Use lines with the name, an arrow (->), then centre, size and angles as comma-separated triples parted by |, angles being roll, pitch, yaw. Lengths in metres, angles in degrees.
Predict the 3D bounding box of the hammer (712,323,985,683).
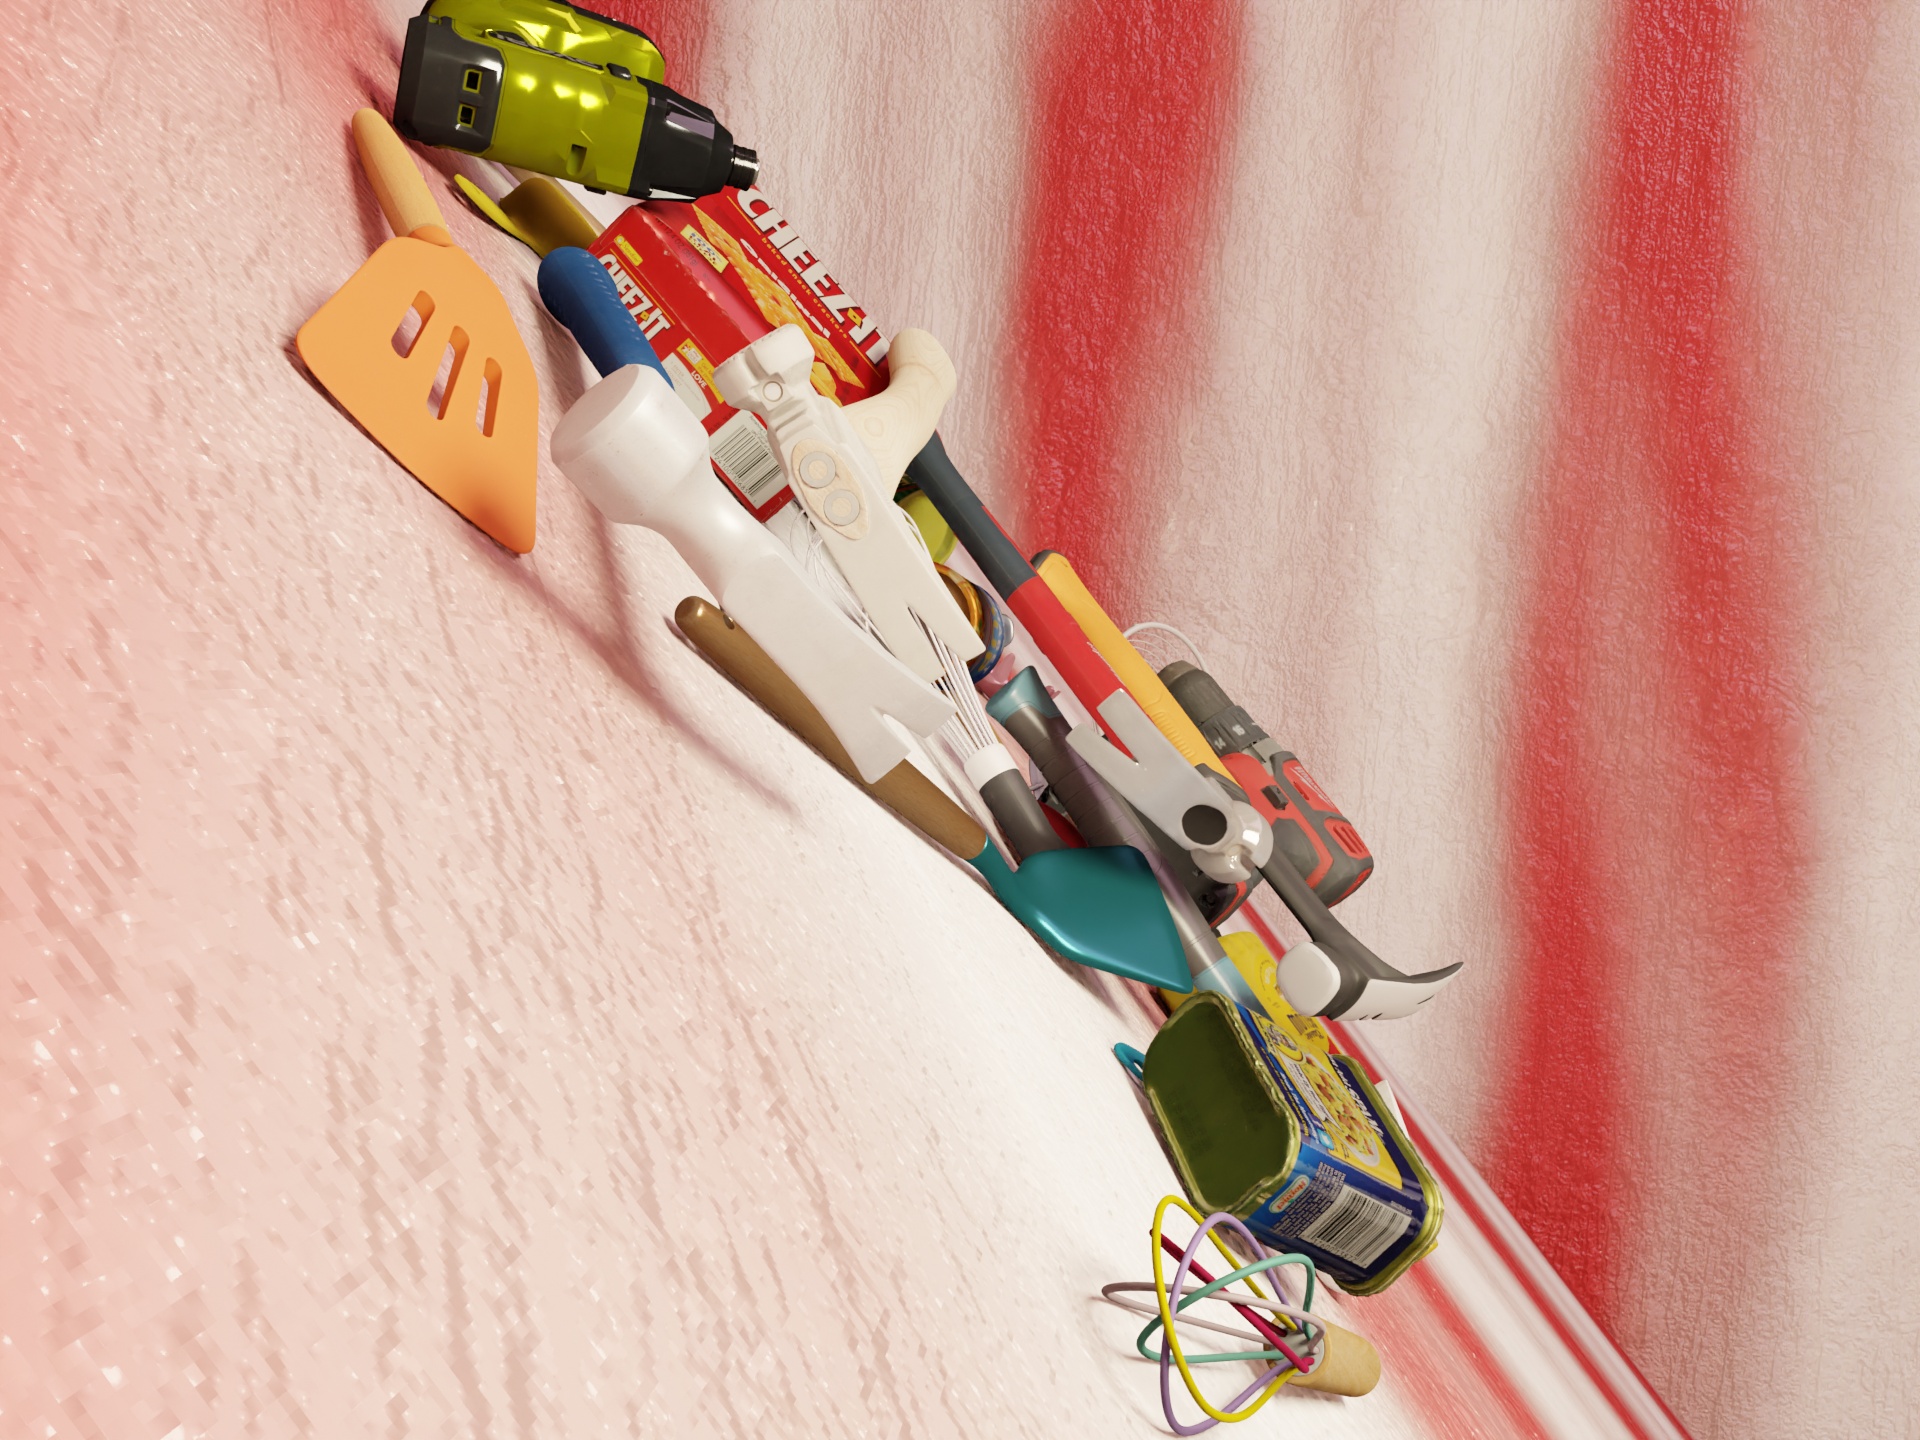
hammer -> -0.027, -0.139, 0.786 | 0.146, 0.038, 0.411 | 58, 13, -13

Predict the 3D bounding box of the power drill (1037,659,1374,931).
power drill -> 0.140, 0.045, 0.960 | 0.226, 0.080, 0.188 | -7, 55, -52

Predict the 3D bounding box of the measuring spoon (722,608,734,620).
measuring spoon -> -0.081, -0.046, 0.617 | 0.034, 0.018, 0.124 | 47, 7, -25

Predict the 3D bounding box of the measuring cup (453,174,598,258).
measuring cup -> -0.222, -0.264, 0.817 | 0.062, 0.029, 0.156 | 50, 5, -3

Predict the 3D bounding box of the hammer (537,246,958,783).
hammer -> -0.109, -0.110, 0.578 | 0.144, 0.035, 0.406 | 49, 2, -32

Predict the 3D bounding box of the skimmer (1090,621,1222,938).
skimmer -> 0.163, 0.078, 1.038 | 0.127, 0.090, 0.364 | 34, 25, -34

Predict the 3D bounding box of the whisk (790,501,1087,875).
whisk -> -0.002, -0.002, 0.780 | 0.285, 0.070, 0.070 | 59, 9, 20

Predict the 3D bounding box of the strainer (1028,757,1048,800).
strainer -> 0.092, 0.073, 1.049 | 0.258, 0.050, 0.087 | 43, 25, -67

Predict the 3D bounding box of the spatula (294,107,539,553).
spatula -> -0.185, -0.156, 0.522 | 0.080, 0.041, 0.323 | 47, 4, -39

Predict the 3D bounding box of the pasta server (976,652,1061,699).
pasta server -> -0.003, -0.058, 1.132 | 0.060, 0.040, 0.316 | 40, 2, 26

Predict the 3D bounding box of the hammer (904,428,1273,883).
hammer -> 0.027, -0.074, 0.835 | 0.143, 0.038, 0.387 | 40, 12, -43

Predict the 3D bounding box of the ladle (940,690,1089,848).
ladle -> 0.013, 0.012, 0.913 | 0.069, 0.031, 0.316 | 45, 7, -34

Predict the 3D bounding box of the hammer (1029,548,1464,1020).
hammer -> 0.130, 0.023, 0.853 | 0.127, 0.034, 0.337 | 10, 36, -45

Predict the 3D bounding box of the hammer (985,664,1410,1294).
hammer -> 0.114, 0.110, 0.779 | 0.331, 0.033, 0.128 | 55, 26, 14

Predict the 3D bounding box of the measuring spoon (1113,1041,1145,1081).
measuring spoon -> 0.107, 0.181, 0.670 | 0.128, 0.021, 0.042 | 40, 17, -9

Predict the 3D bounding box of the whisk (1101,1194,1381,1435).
whisk -> 0.095, 0.178, 0.467 | 0.047, 0.051, 0.244 | 48, 1, 34

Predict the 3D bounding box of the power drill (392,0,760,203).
power drill -> -0.206, -0.326, 0.835 | 0.171, 0.080, 0.223 | 8, 25, -24

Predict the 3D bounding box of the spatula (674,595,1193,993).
spatula -> 0.000, 0.031, 0.627 | 0.317, 0.044, 0.082 | 42, 24, -47

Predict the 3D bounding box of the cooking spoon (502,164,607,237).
cooking spoon -> -0.198, -0.270, 0.974 | 0.318, 0.069, 0.017 | 43, -35, -17
